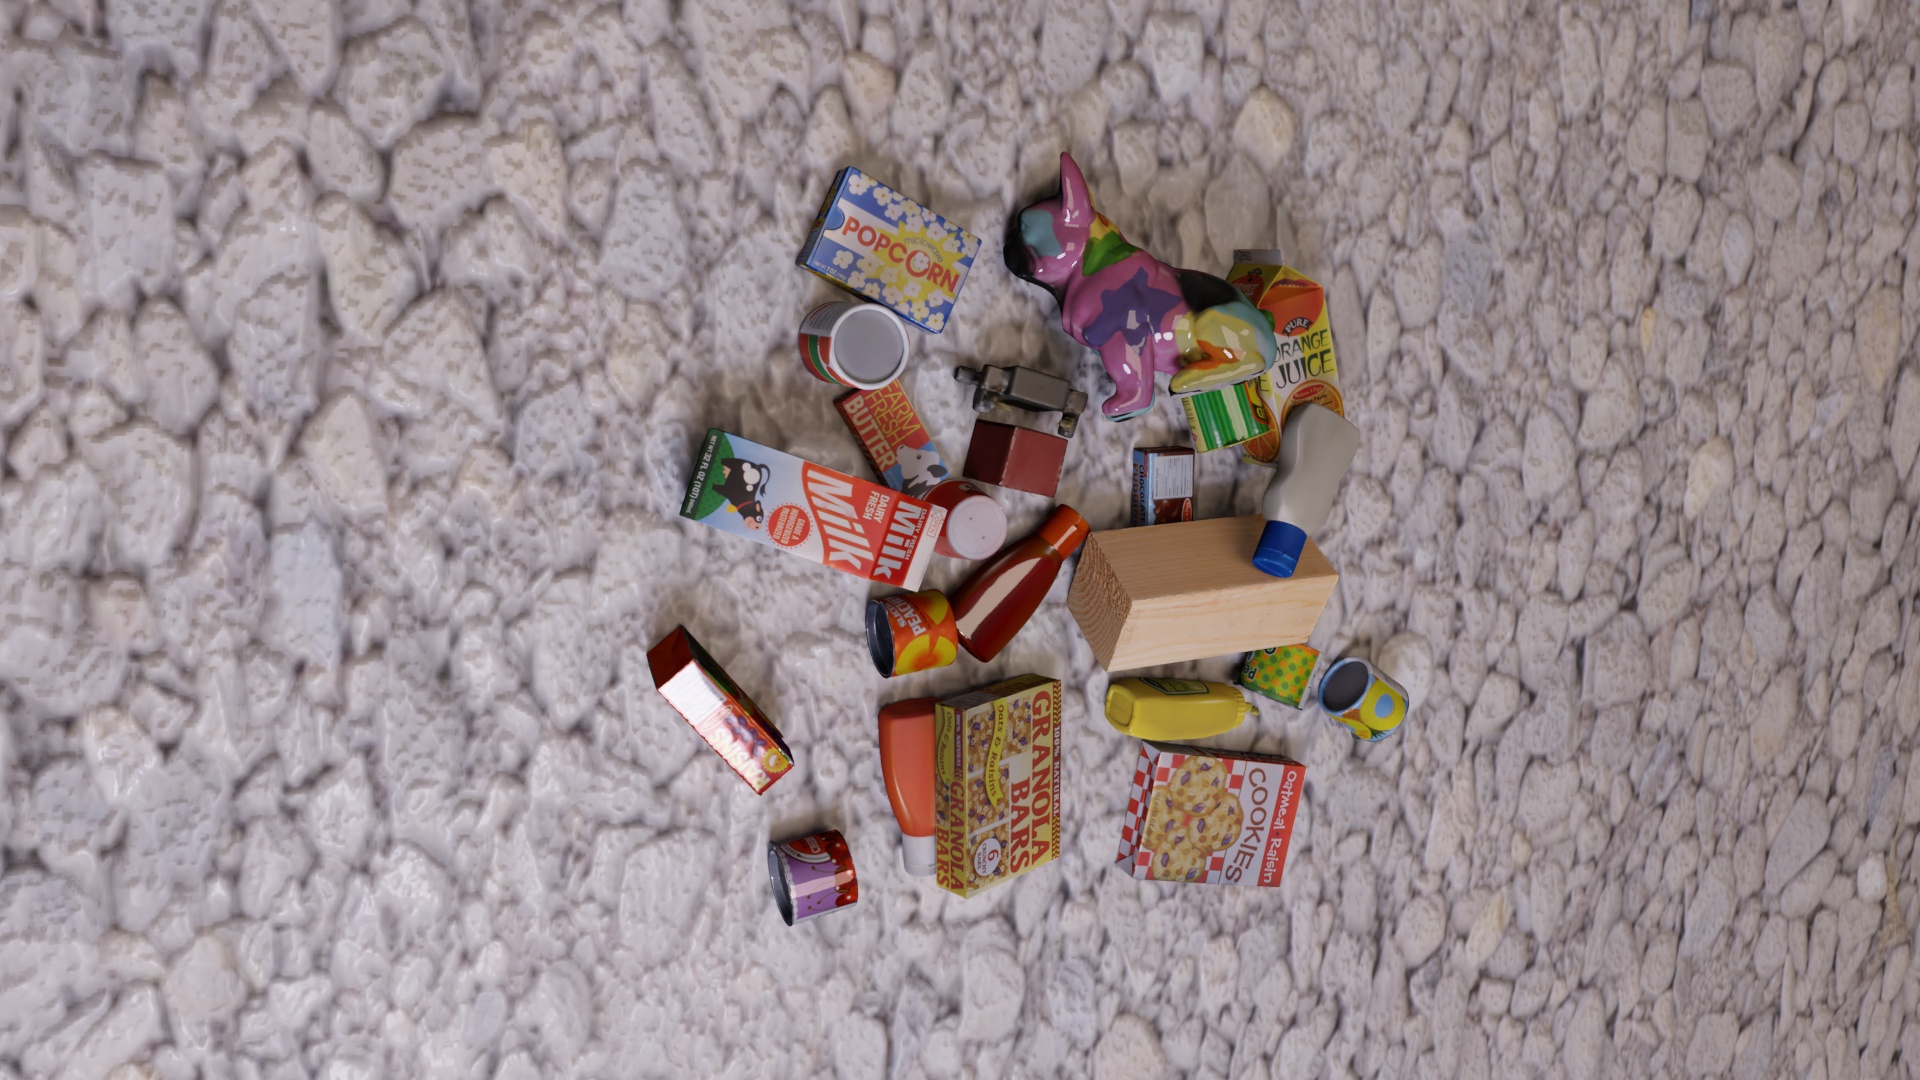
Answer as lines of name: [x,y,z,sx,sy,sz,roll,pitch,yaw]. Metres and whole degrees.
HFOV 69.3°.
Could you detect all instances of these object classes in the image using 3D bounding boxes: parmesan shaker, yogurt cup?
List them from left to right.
yogurt cup: [0.004,-0.015,1.158,0.072,0.054,0.072,-4,101,-22]
parmesan shaker: [0.224,-0.135,1.212,0.071,0.071,0.103,-20,96,-19]

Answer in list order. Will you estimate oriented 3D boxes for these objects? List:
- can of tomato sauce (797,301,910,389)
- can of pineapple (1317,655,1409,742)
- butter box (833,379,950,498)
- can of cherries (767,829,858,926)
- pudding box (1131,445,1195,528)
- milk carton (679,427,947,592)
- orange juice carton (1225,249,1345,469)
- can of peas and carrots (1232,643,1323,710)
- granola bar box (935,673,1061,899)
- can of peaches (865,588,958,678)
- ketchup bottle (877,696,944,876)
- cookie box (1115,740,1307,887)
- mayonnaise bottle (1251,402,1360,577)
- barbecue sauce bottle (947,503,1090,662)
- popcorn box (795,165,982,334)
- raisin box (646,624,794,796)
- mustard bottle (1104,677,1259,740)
can of tomato sauce: [-0.082,-0.151,1.081,0.071,0.083,0.071,-4,101,-22]
can of pineapple: [0.389,0.155,1.347,0.058,0.071,0.071,34,85,-24]
butter box: [-0.056,-0.084,1.137,0.053,0.024,0.103,-35,111,-15]
can of cherries: [-0.122,0.276,1.148,0.058,0.071,0.071,-12,104,-21]
pudding box: [0.181,-0.041,1.243,0.050,0.030,0.083,-5,101,-24]
milk carton: [-0.111,-0.023,1.067,0.191,0.073,0.072,20,91,-7]
orange juice carton: [0.283,-0.166,1.242,0.073,0.072,0.192,-20,107,-19]
can of peas and carrots: [0.297,0.120,1.302,0.071,0.071,0.058,22,90,-25]
granola bar box: [0.034,0.208,1.195,0.124,0.039,0.165,-11,104,-45]
can of peaches: [-0.040,0.075,1.146,0.058,0.071,0.071,-9,103,-22]
ketchup bottle: [-0.035,0.212,1.187,0.065,0.043,0.148,-9,103,-27]
cookie box: [0.238,0.260,1.315,0.168,0.040,0.122,9,96,-23]
mayonnaise bottle: [0.290,-0.041,1.187,0.065,0.041,0.148,29,74,-16]
barbecue sauce bottle: [0.050,0.032,1.192,0.149,0.044,0.064,-46,118,-10]
popcorn box: [-0.056,-0.229,1.104,0.126,0.038,0.085,24,90,-25]
raisin box: [-0.187,0.131,1.084,0.040,0.086,0.123,-40,112,-5]
mustard bottle: [0.211,0.153,1.274,0.160,0.065,0.048,3,104,-29]
